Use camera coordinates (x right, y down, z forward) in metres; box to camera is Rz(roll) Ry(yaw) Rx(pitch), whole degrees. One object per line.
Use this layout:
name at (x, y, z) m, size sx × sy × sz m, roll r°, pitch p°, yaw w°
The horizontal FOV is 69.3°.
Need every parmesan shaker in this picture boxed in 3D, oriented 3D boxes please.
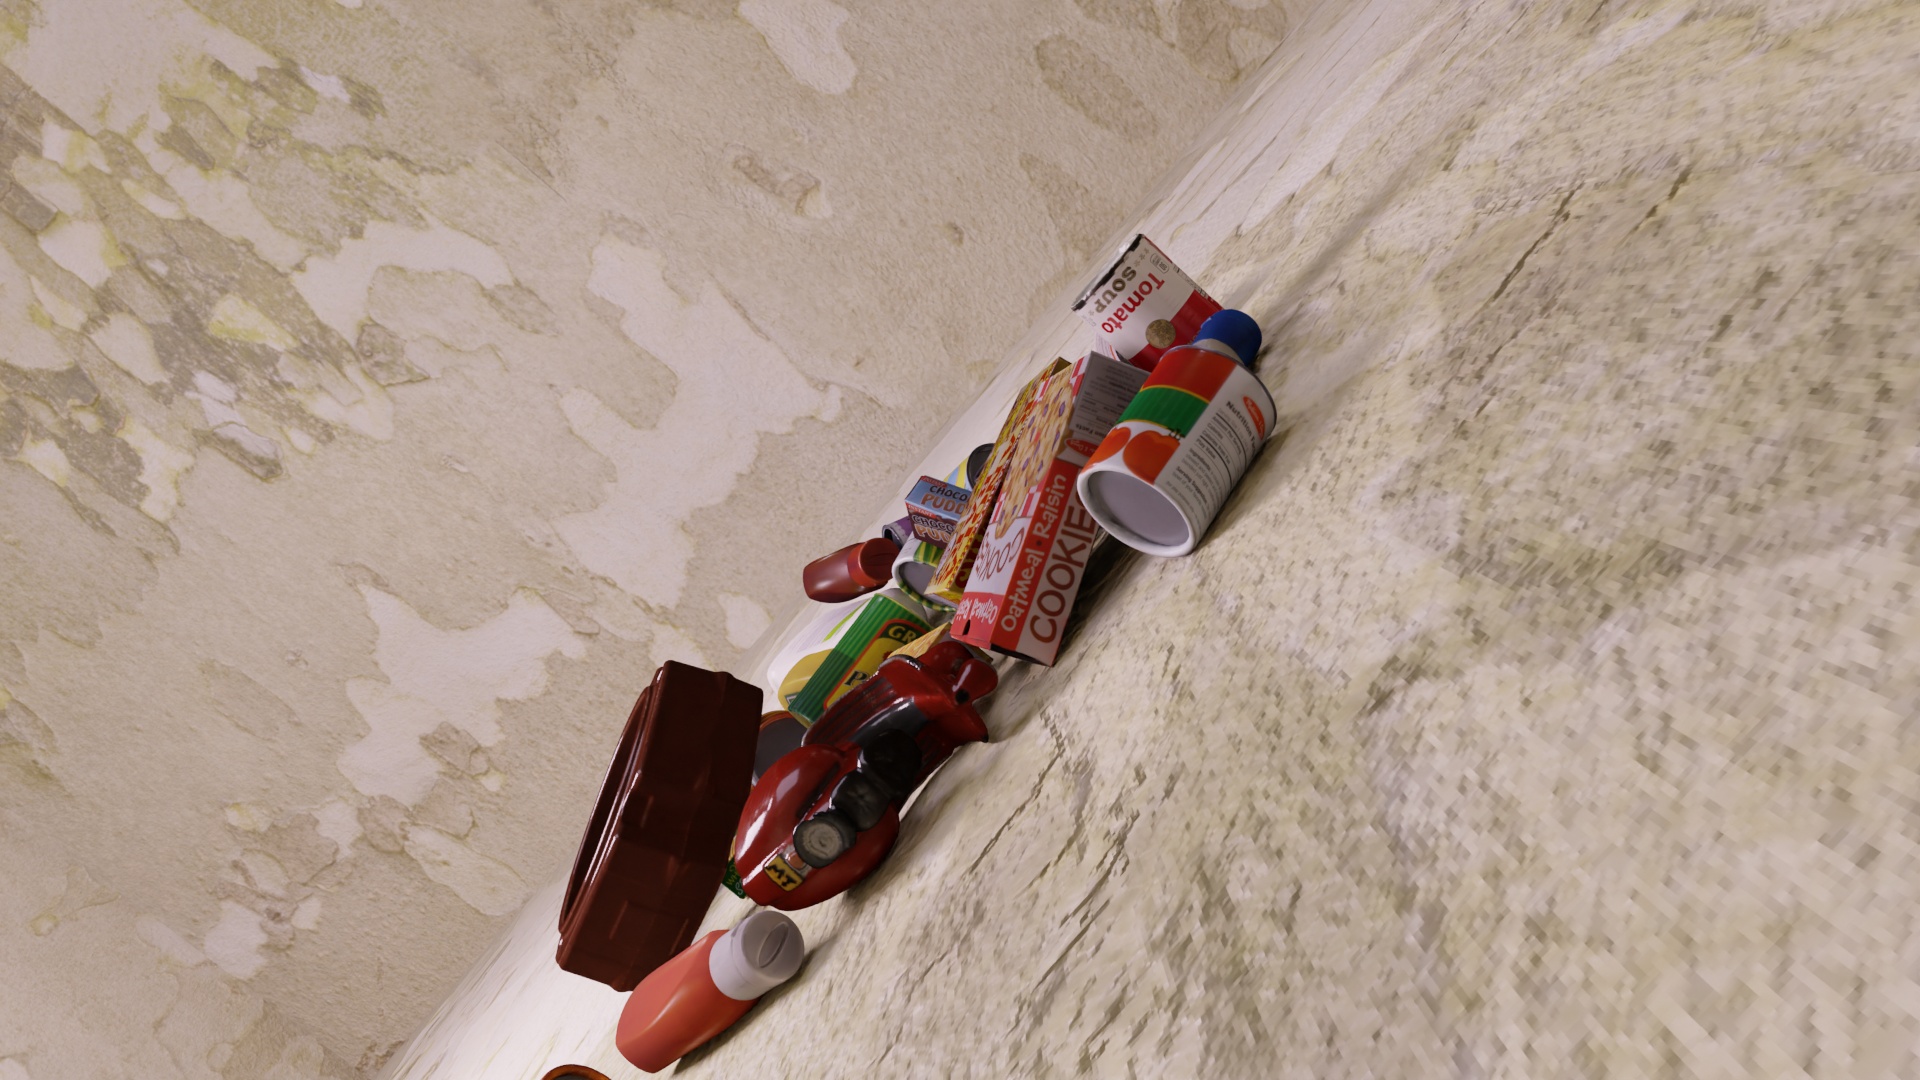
parmesan shaker at (-0.063, 0.099, 0.979) m, size 0.103 × 0.071 × 0.071 m, roll -53°, pitch 7°, yaw -15°

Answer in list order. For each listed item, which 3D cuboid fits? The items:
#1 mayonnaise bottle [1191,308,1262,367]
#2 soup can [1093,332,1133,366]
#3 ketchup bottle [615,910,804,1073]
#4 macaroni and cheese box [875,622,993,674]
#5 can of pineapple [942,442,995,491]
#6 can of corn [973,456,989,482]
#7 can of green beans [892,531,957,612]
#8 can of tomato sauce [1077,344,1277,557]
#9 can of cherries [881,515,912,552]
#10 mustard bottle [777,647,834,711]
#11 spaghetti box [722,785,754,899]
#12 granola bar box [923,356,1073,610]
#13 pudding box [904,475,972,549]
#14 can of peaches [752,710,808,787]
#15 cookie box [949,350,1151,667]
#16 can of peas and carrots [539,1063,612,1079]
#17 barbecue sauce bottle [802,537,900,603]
mayonnaise bottle at (0.135, -0.082, 0.808) m, size 0.149 × 0.041 × 0.064 m, roll -54°, pitch 5°, yaw -39°
soup can at (0.143, -0.153, 1.053) m, size 0.071 × 0.071 × 0.084 m, roll -49°, pitch 6°, yaw 0°
ketchup bottle at (-0.134, 0.238, 0.746) m, size 0.148 × 0.043 × 0.065 m, roll -43°, pitch 11°, yaw 43°
macaroni and cheese box at (-0.060, 0.134, 0.863) m, size 0.167 × 0.040 × 0.123 m, roll -52°, pitch 7°, yaw -23°
can of pineapple at (0.022, -0.041, 1.199) m, size 0.071 × 0.071 × 0.057 m, roll -54°, pitch 8°, yaw -36°
can of corn at (0.054, -0.055, 1.091) m, size 0.071 × 0.058 × 0.071 m, roll -48°, pitch 7°, yaw 8°
can of green beans at (-0.012, 0.014, 1.088) m, size 0.071 × 0.071 × 0.058 m, roll -40°, pitch 18°, yaw 55°
can of tomato sauce at (0.104, -0.043, 0.677) m, size 0.083 × 0.071 × 0.071 m, roll -53°, pitch 8°, yaw -25°
can of cherries at (-0.025, 0.007, 1.163) m, size 0.058 × 0.071 × 0.071 m, roll -24°, pitch -1°, yaw -17°
mustard bottle at (-0.091, 0.113, 1.083) m, size 0.049 × 0.065 × 0.159 m, roll -54°, pitch 13°, yaw -28°
spaghetti box at (-0.164, 0.223, 1.084) m, size 0.050 × 0.028 × 0.250 m, roll -49°, pitch 7°, yaw -6°
granola bar box at (0.035, -0.031, 0.925) m, size 0.165 × 0.039 × 0.124 m, roll -65°, pitch 6°, yaw -8°
pudding box at (0.004, -0.013, 1.032) m, size 0.030 × 0.084 × 0.049 m, roll -56°, pitch -26°, yaw -29°
can of peaches at (-0.133, 0.162, 1.064) m, size 0.071 × 0.071 × 0.058 m, roll -51°, pitch 7°, yaw -14°
cookie box at (0.047, -0.015, 0.785) m, size 0.123 × 0.040 × 0.167 m, roll 169°, pitch 122°, yaw -80°
can of peas and carrots at (-0.203, 0.307, 0.700) m, size 0.058 × 0.071 × 0.071 m, roll -47°, pitch 7°, yaw 12°
barbecue sauce bottle at (-0.087, 0.025, 1.169) m, size 0.065 × 0.043 × 0.148 m, roll -8°, pitch -5°, yaw -20°
